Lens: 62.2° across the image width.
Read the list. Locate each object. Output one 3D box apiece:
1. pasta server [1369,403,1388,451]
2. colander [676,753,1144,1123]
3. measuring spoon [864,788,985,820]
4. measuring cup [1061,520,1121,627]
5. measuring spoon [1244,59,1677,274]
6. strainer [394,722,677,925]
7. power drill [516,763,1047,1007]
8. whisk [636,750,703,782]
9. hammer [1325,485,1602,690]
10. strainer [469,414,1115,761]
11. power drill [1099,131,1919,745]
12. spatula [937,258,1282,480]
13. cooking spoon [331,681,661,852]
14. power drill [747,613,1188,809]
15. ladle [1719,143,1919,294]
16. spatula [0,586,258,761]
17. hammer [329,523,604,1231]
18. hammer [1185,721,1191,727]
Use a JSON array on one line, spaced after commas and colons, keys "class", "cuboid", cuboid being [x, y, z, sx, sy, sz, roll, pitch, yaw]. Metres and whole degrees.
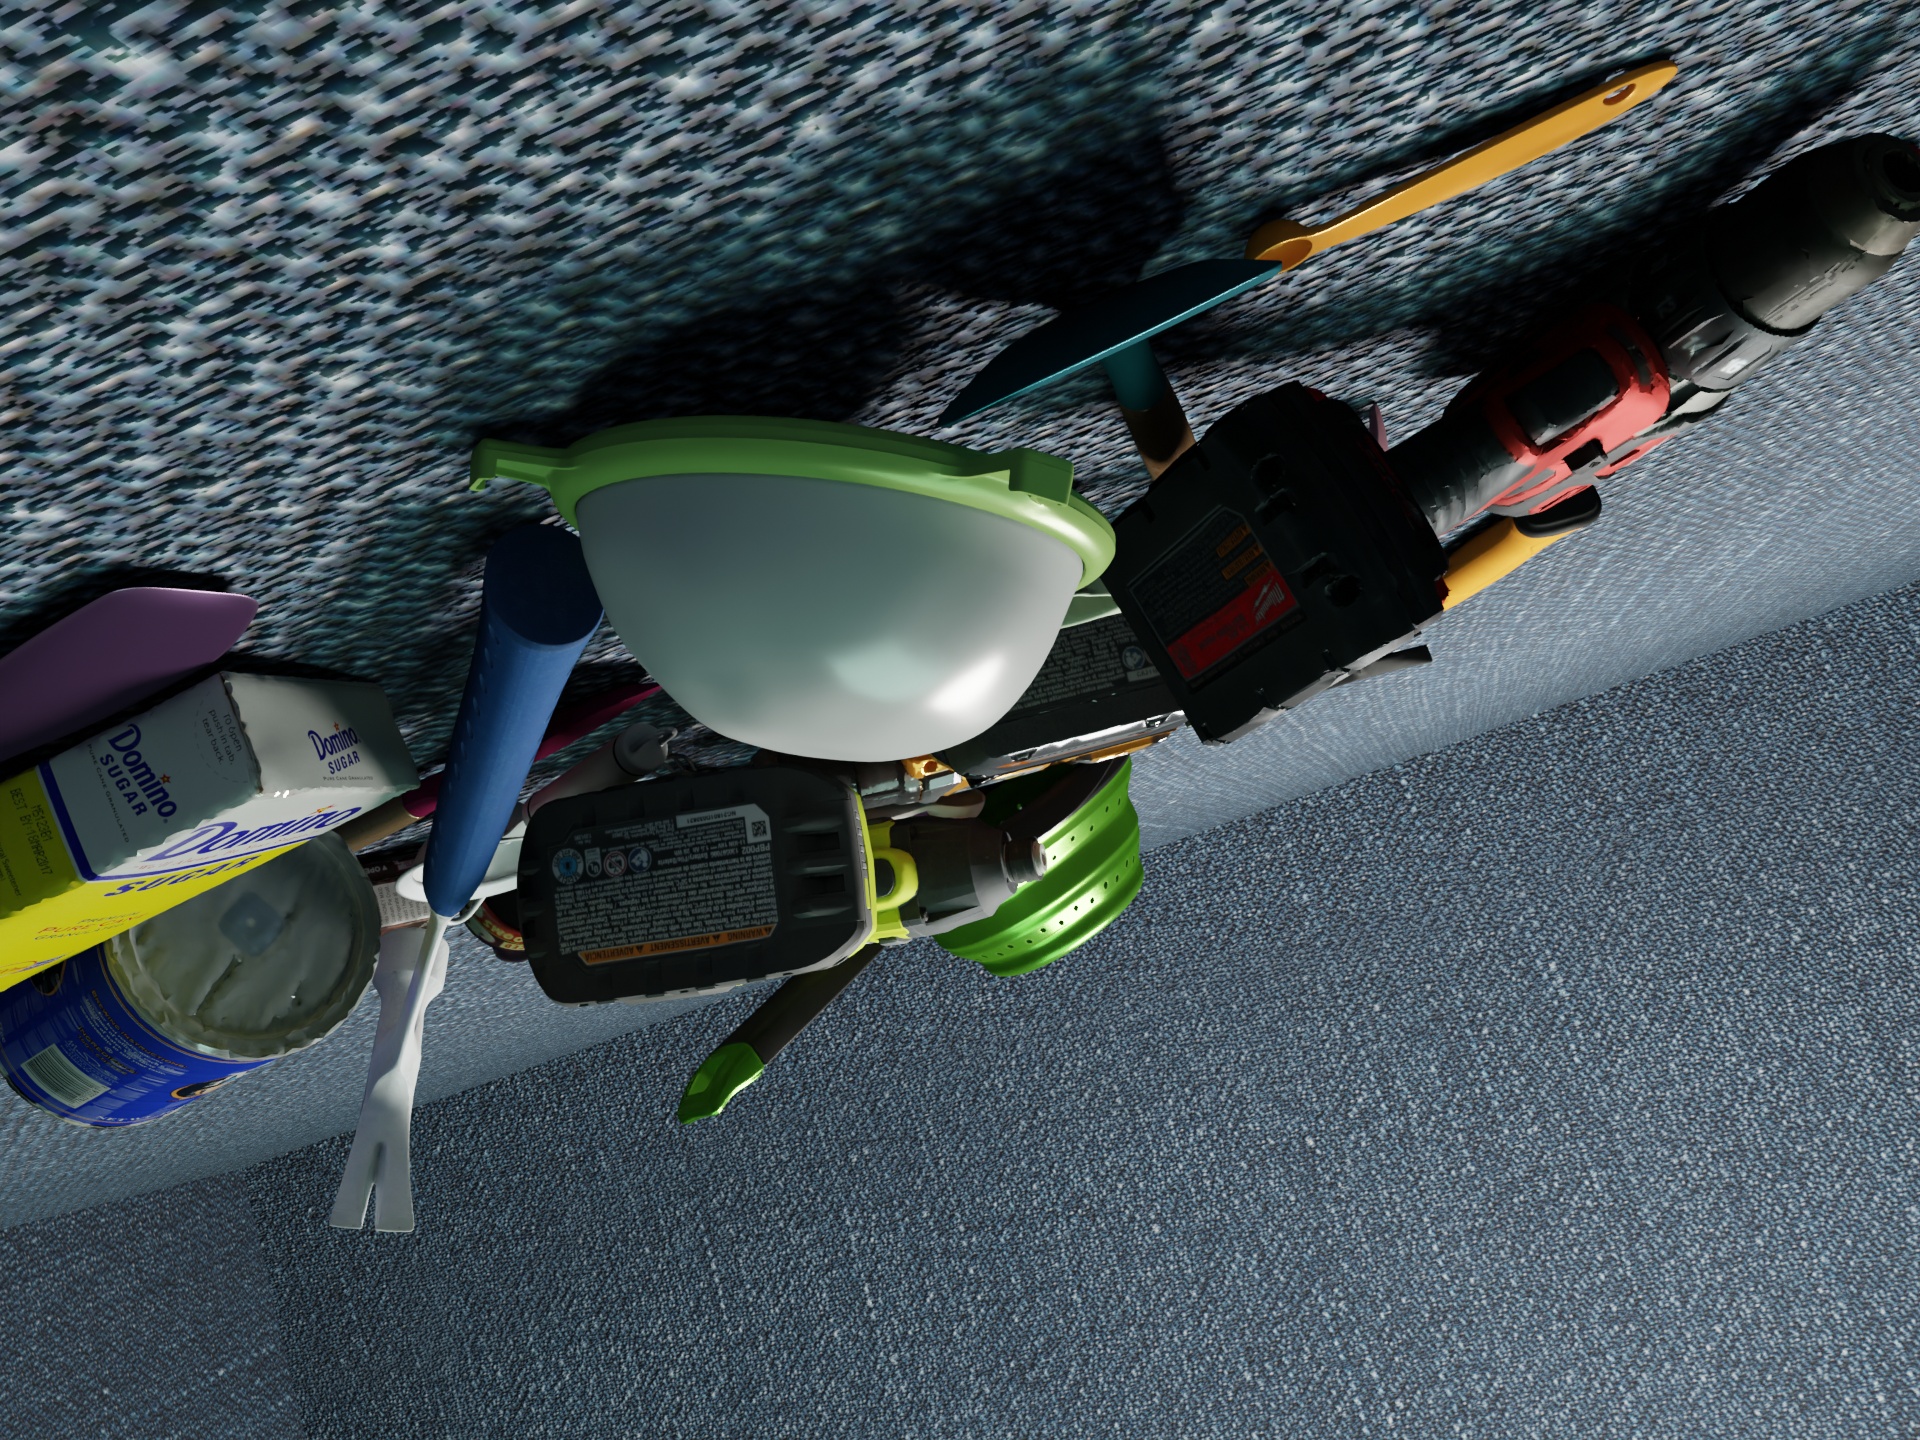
[{"class": "pasta server", "cuboid": [0.156, -0.082, 0.743, 0.060, 0.040, 0.316, -20, 174, 5]}, {"class": "colander", "cuboid": [-0.002, 0.119, 0.872, 0.204, 0.094, 0.397, -28, -171, 42]}, {"class": "measuring spoon", "cuboid": [-0.040, 0.055, 0.828, 0.124, 0.018, 0.034, -12, -155, -35]}, {"class": "measuring cup", "cuboid": [0.065, -0.062, 0.603, 0.167, 0.038, 0.083, -10, 175, -20]}, {"class": "measuring spoon", "cuboid": [0.126, -0.144, 0.409, 0.117, 0.011, 0.021, -24, 168, 8]}, {"class": "strainer", "cuboid": [-0.181, 0.040, 0.688, 0.086, 0.050, 0.258, -5, 166, -38]}, {"class": "power drill", "cuboid": [-0.067, 0.068, 0.671, 0.171, 0.080, 0.223, -10, 172, 15]}, {"class": "whisk", "cuboid": [-0.134, 0.041, 0.826, 0.055, 0.055, 0.239, -20, 174, 7]}, {"class": "hammer", "cuboid": [0.301, -0.078, 0.989, 0.127, 0.034, 0.336, -15, 169, -13]}, {"class": "strainer", "cuboid": [-0.024, -0.016, 0.474, 0.151, 0.069, 0.256, 4, 170, 15]}, {"class": "power drill", "cuboid": [0.170, -0.091, 0.495, 0.226, 0.080, 0.188, -29, 175, -24]}, {"class": "spatula", "cuboid": [0.062, -0.086, 0.496, 0.082, 0.044, 0.317, -24, 170, 11]}, {"class": "cooking spoon", "cuboid": [-0.253, 0.043, 0.685, 0.319, 0.017, 0.069, -23, -175, 26]}, {"class": "power drill", "cuboid": [-0.001, -0.002, 0.742, 0.185, 0.084, 0.226, -14, 173, -15]}, {"class": "ladle", "cuboid": [0.247, -0.130, 0.650, 0.069, 0.031, 0.315, -14, 170, -27]}, {"class": "spatula", "cuboid": [-0.324, 0.026, 0.476, 0.316, 0.018, 0.059, -24, 169, 24]}, {"class": "hammer", "cuboid": [-0.191, 0.071, 0.591, 0.035, 0.144, 0.405, 11, 145, -20]}, {"class": "hammer", "cuboid": [0.154, -0.034, 0.797, 0.149, 0.037, 0.359, -27, 175, 15]}]
